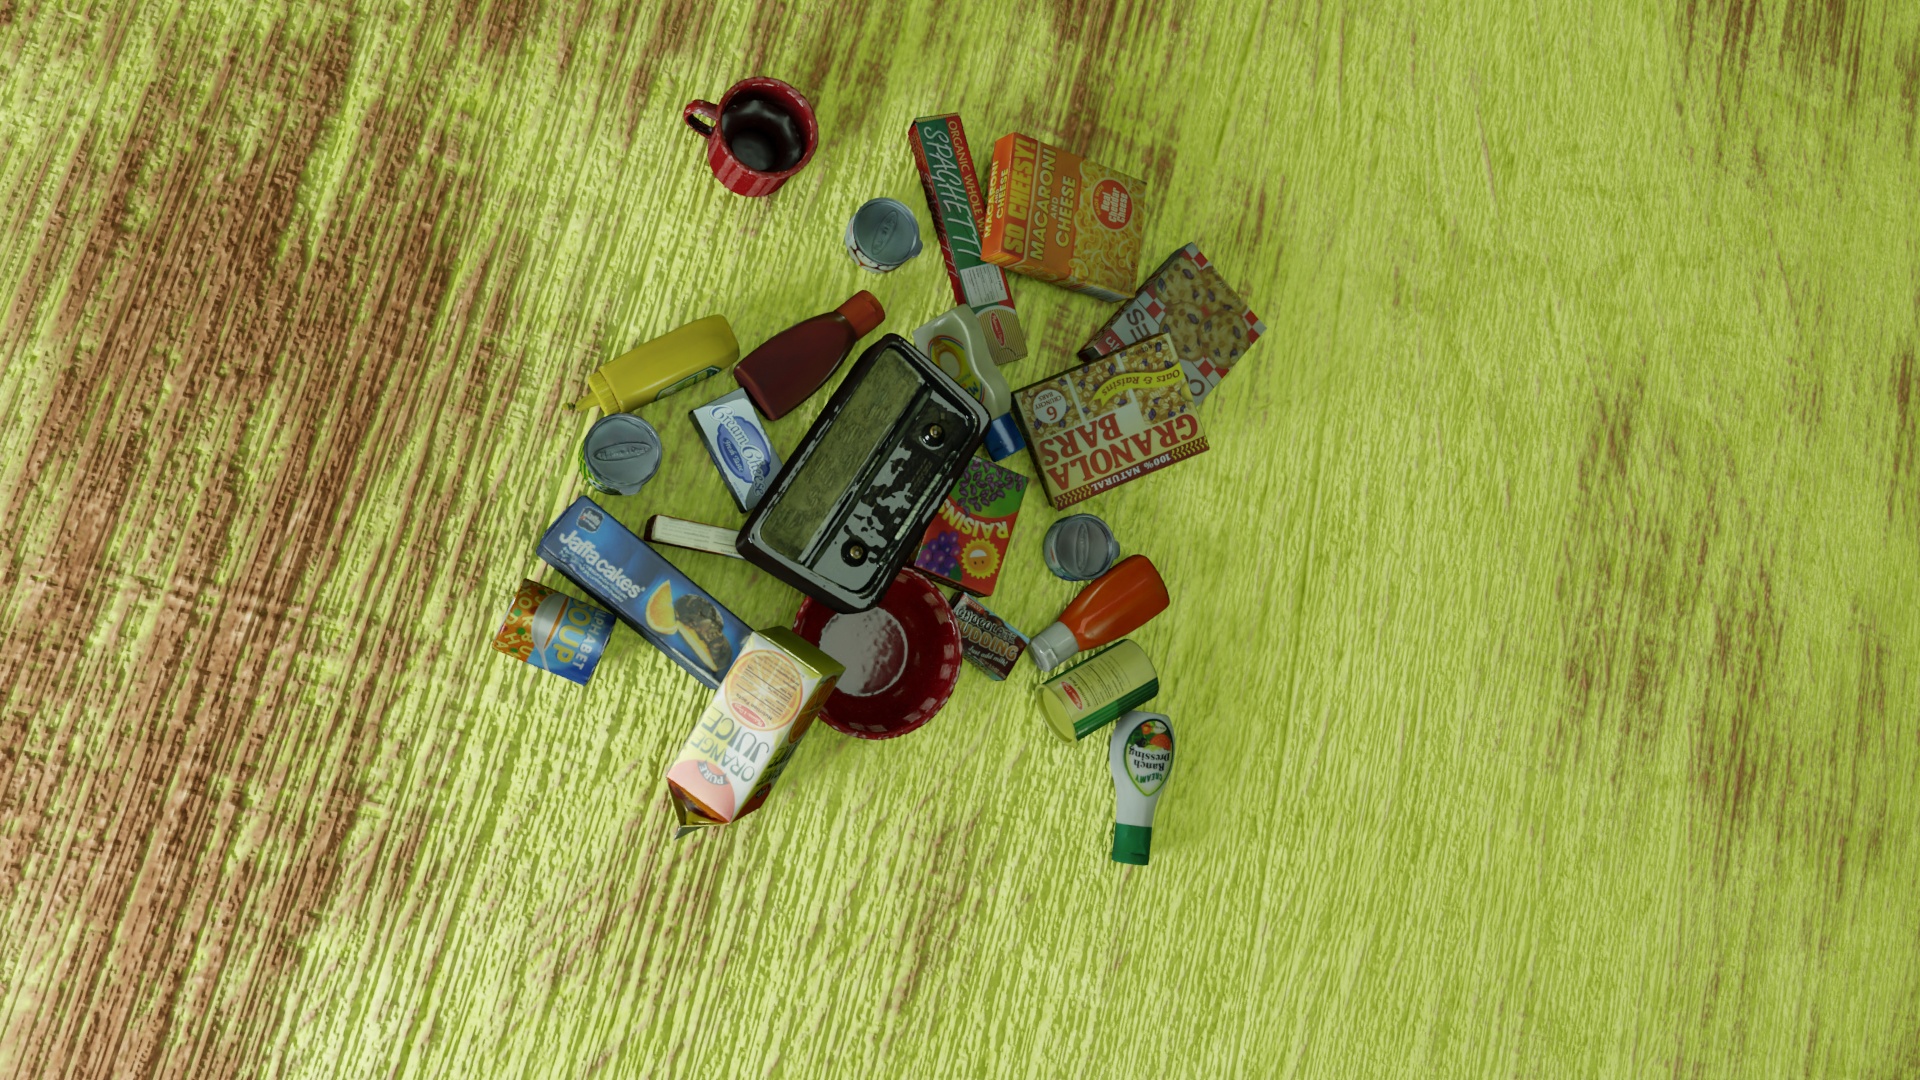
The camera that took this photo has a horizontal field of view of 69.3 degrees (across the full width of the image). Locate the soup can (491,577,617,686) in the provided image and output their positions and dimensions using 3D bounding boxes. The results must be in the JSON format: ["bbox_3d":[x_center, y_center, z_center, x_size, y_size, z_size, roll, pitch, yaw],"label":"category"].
[{"bbox_3d":[-0.341,0.076,1.170,0.084,0.071,0.071,25,77,-17],"label":"soup can"}]

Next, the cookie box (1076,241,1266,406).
[{"bbox_3d":[0.217,-0.203,1.421,0.123,0.040,0.168,47,71,-11],"label":"cookie box"}]

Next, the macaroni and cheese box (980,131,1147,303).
[{"bbox_3d":[0.103,-0.315,1.371,0.166,0.040,0.124,11,81,-32],"label":"macaroni and cheese box"}]

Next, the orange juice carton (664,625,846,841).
[{"bbox_3d":[-0.185,0.172,1.191,0.073,0.072,0.192,33,96,10],"label":"orange juice carton"}]

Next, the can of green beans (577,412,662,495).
[{"bbox_3d":[-0.297,-0.074,1.207,0.071,0.057,0.071,2,85,-20],"label":"can of green beans"}]

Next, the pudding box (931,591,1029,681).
[{"bbox_3d":[0.019,0.091,1.325,0.083,0.030,0.050,37,74,-14],"label":"pudding box"}]

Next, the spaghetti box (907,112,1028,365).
[{"bbox_3d":[0.007,-0.291,1.355,0.050,0.028,0.250,-17,91,-21],"label":"spaghetti box"}]

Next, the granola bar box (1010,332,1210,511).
[{"bbox_3d":[0.146,-0.117,1.356,0.166,0.039,0.124,-22,100,-4],"label":"granola bar box"}]

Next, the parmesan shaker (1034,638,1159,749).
[{"bbox_3d":[0.134,0.148,1.343,0.103,0.071,0.071,-26,95,-21],"label":"parmesan shaker"}]

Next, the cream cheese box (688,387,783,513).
[{"bbox_3d":[-0.199,-0.082,1.262,0.053,0.024,0.103,-30,96,-22],"label":"cream cheese box"}]

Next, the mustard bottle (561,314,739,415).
[{"bbox_3d":[-0.274,-0.147,1.222,0.161,0.065,0.049,-28,90,-15],"label":"mustard bottle"}]

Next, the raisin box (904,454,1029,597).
[{"bbox_3d":[0.005,-0.017,1.325,0.086,0.040,0.123,22,77,-18],"label":"raisin box"}]

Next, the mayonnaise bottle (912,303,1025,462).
[{"bbox_3d":[0.013,-0.148,1.325,0.041,0.064,0.148,-34,98,-52],"label":"mayonnaise bottle"}]

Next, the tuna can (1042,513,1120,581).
[{"bbox_3d":[0.119,0.007,1.368,0.071,0.033,0.071,2,85,-20],"label":"tuna can"}]

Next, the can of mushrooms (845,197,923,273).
[{"bbox_3d":[-0.073,-0.289,1.323,0.071,0.033,0.071,2,84,-20],"label":"can of mushrooms"}]

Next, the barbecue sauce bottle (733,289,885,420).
[{"bbox_3d":[-0.135,-0.177,1.284,0.149,0.043,0.065,-41,100,-19],"label":"barbecue sauce bottle"}]

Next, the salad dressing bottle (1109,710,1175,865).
[{"bbox_3d":[0.175,0.242,1.362,0.064,0.044,0.148,10,82,-18],"label":"salad dressing bottle"}]

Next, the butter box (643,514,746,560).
[{"bbox_3d":[-0.225,-0.002,1.230,0.103,0.053,0.024,12,85,-19],"label":"butter box"}]

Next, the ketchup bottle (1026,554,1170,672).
[{"bbox_3d":[0.133,0.075,1.362,0.149,0.043,0.064,-32,101,-20],"label":"ketchup bottle"}]
